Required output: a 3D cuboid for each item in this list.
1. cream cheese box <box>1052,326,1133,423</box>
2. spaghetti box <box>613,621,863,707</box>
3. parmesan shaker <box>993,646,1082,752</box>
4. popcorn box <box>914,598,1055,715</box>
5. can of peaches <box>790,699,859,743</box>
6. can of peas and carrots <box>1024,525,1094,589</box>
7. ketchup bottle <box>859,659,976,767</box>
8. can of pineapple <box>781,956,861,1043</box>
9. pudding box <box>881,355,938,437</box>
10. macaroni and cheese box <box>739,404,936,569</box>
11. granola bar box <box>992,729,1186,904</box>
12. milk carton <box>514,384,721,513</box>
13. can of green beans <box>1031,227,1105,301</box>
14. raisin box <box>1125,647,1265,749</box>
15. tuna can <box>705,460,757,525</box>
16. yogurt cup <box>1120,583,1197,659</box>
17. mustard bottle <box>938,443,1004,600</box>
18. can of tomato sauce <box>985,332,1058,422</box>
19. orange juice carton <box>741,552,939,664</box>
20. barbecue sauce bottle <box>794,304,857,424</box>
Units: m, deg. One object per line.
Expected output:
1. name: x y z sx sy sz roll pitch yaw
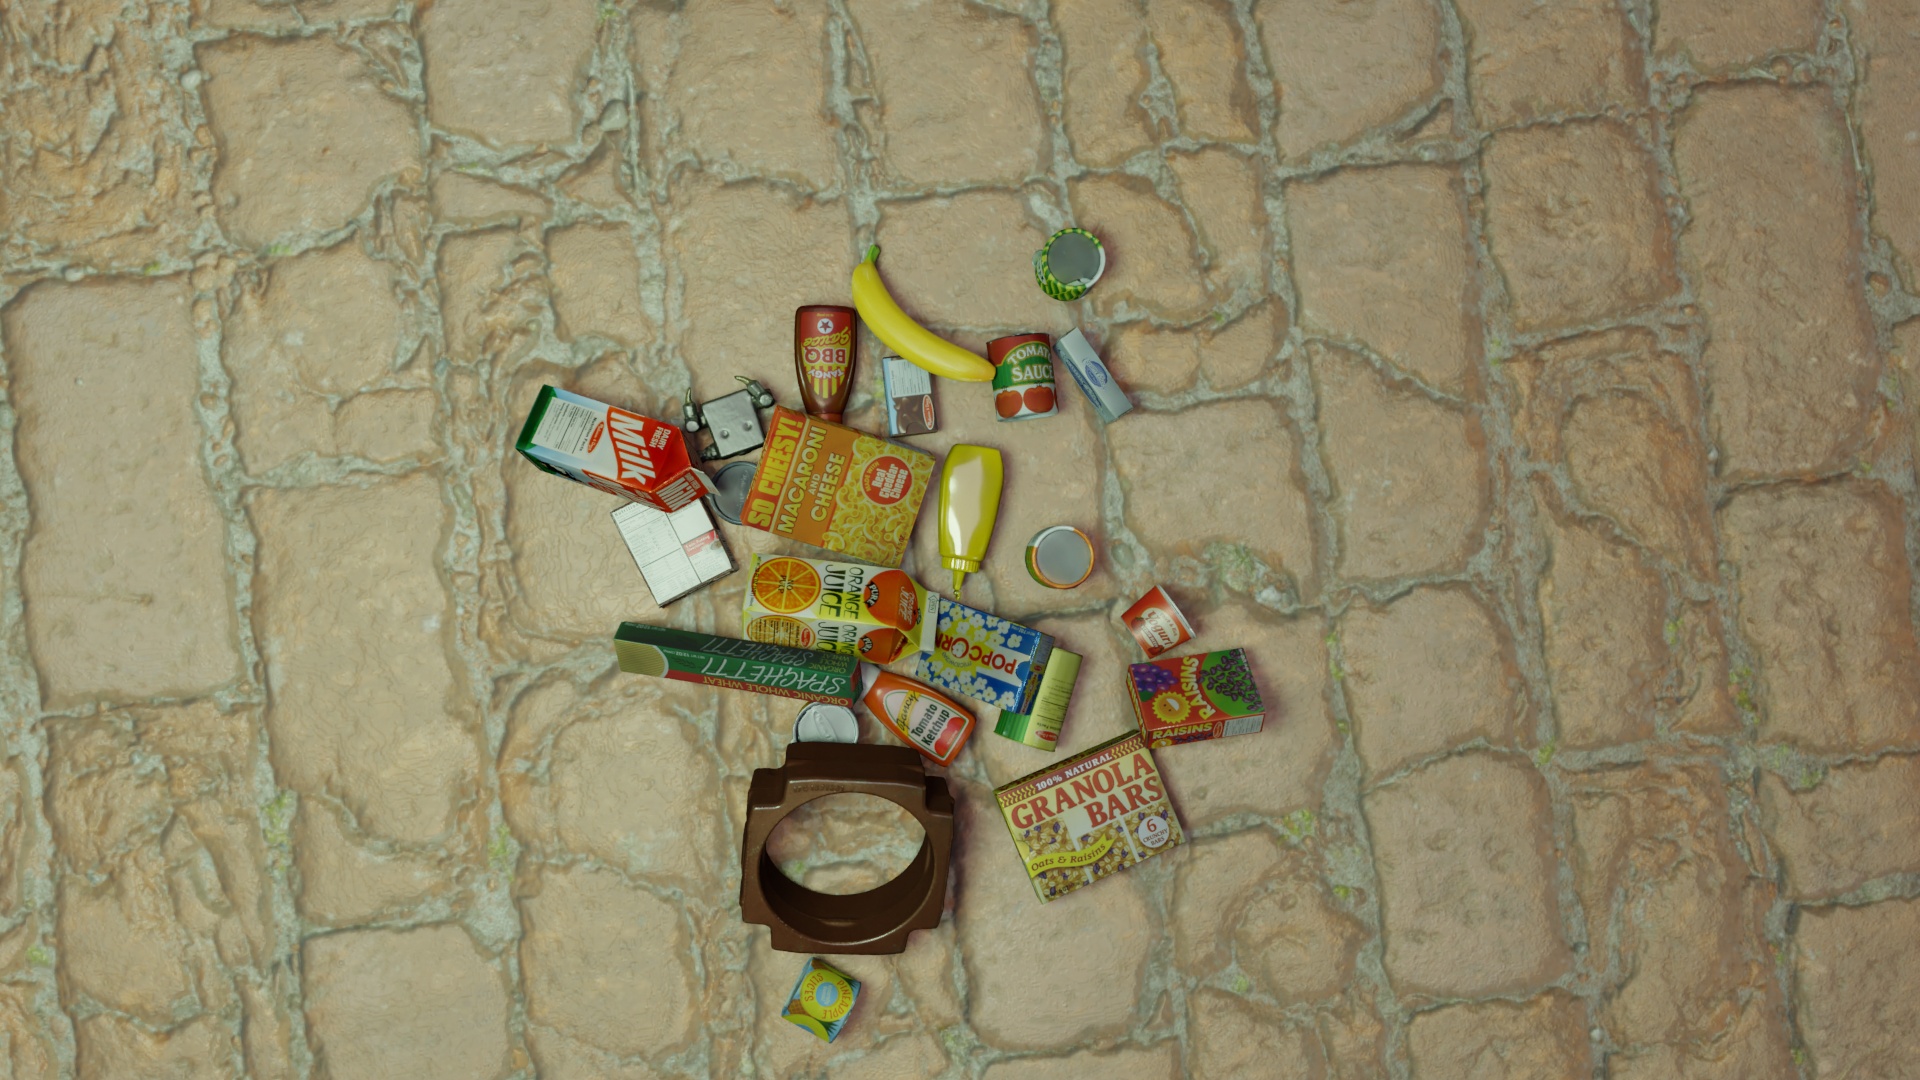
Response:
1. cream cheese box: 0.137 -0.171 1.446 0.024 0.053 0.104 -35 91 -6
2. spaghetti box: -0.222 0.123 1.385 0.250 0.049 0.029 8 43 8
3. parmesan shaker: 0.082 0.158 1.428 0.071 0.071 0.103 18 86 -4
4. popcorn box: 0.024 0.117 1.405 0.127 0.038 0.085 17 86 32
5. can of peaches: -0.139 0.193 1.412 0.071 0.058 0.071 0 89 -4
6. can of peas and carrots: 0.104 0.020 1.435 0.071 0.058 0.071 0 89 -4
7. ketchup bottle: -0.060 0.168 1.426 0.149 0.043 0.065 33 86 -2
8. can of pineapple: -0.140 0.462 1.398 0.058 0.071 0.071 29 87 -3
9. pudding box: -0.054 -0.150 1.443 0.050 0.030 0.083 -7 89 -6
10. macaroni and cheese box: -0.124 -0.053 1.401 0.166 0.040 0.123 16 99 -17
11. granola bar box: 0.134 0.285 1.439 0.166 0.039 0.124 -23 90 -5
12. milk carton: -0.331 -0.084 1.374 0.191 0.072 0.073 18 76 10
13. can of green beans: 0.114 -0.287 1.446 0.071 0.058 0.071 0 88 -4
14. raisin box: 0.241 0.162 1.431 0.123 0.039 0.086 -8 51 -5
15. tuna can: -0.226 -0.048 1.425 0.071 0.033 0.071 0 88 -4
16. yogurt cup: 0.203 0.086 1.439 0.054 0.072 0.072 -35 91 4
17. mustard bottle: 0.005 -0.018 1.434 0.065 0.049 0.160 9 88 -4
18. can of tomato sauce: 0.065 -0.168 1.432 0.071 0.071 0.083 -8 90 -4
19. orange juice carton: -0.119 0.071 1.397 0.193 0.072 0.072 7 52 -4
20. barbecue sauce bottle: -0.139 -0.166 1.430 0.065 0.043 0.148 1 89 -6
